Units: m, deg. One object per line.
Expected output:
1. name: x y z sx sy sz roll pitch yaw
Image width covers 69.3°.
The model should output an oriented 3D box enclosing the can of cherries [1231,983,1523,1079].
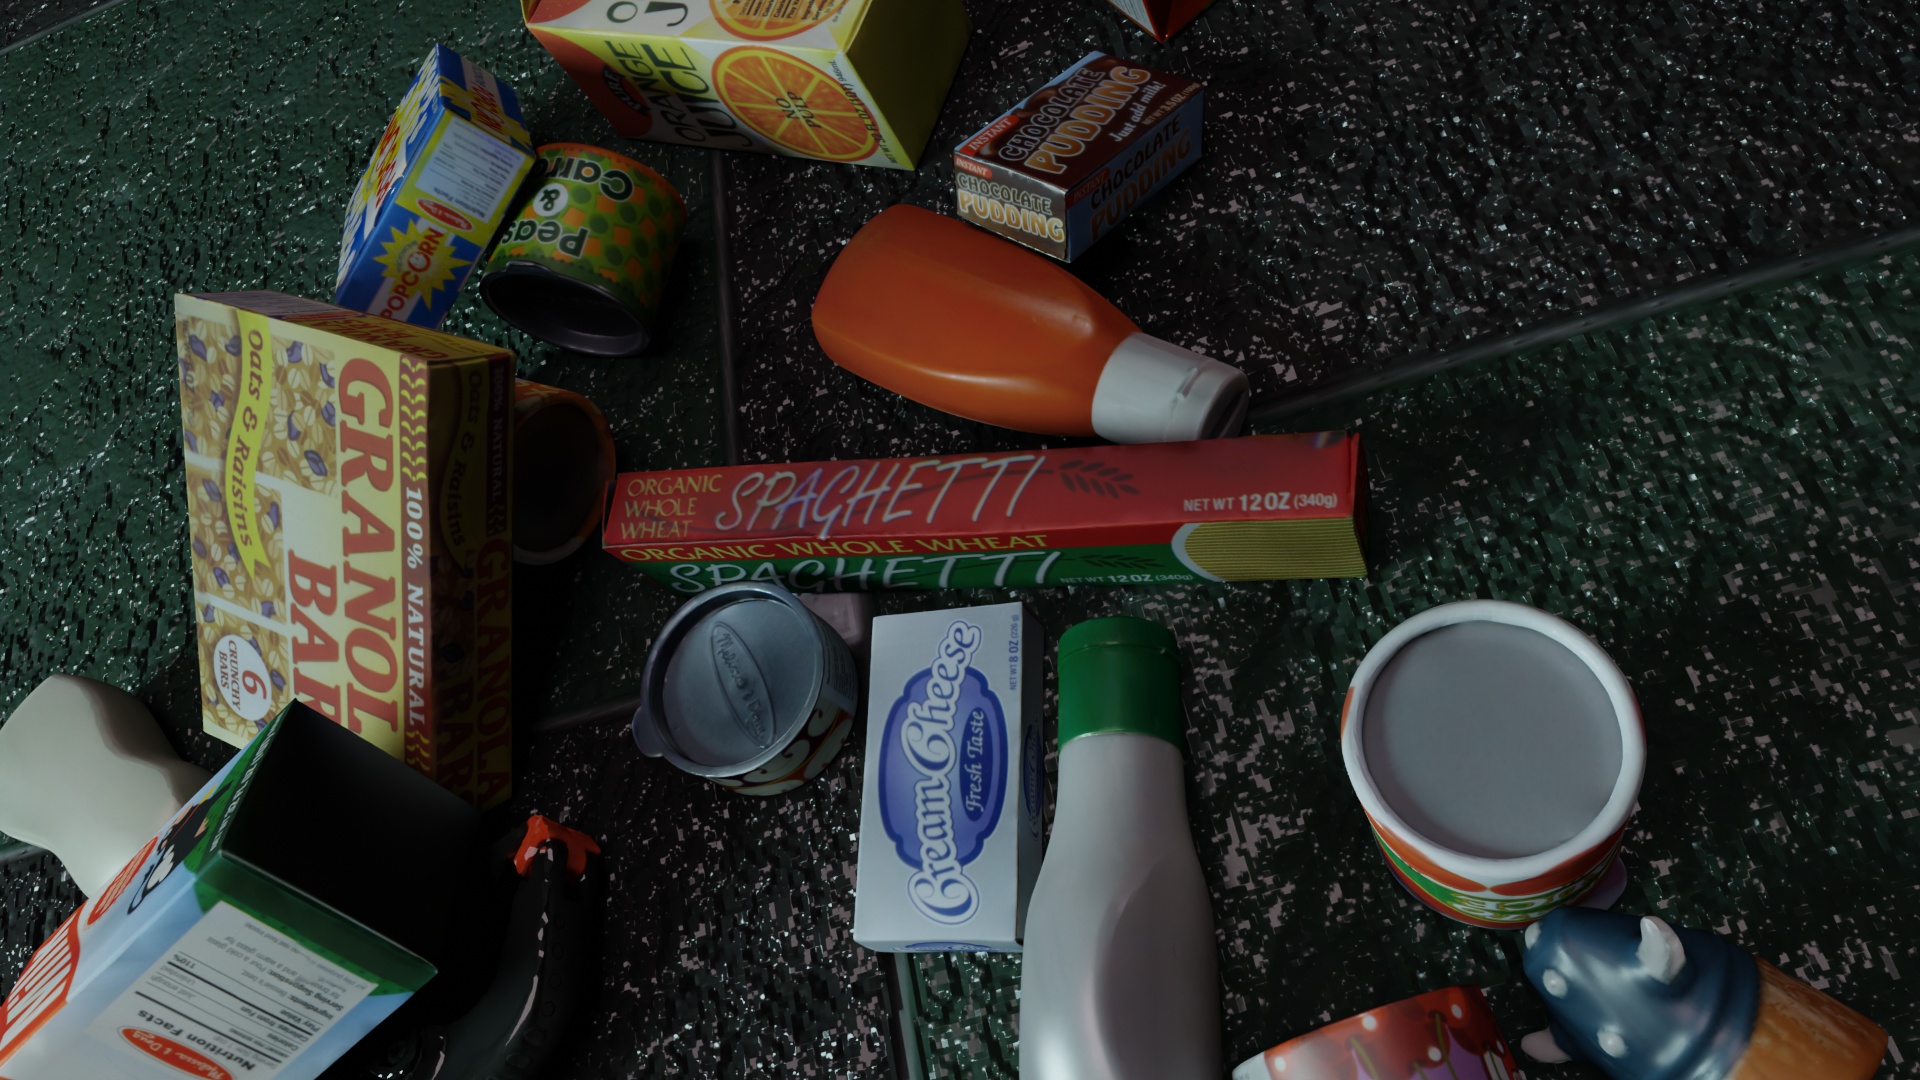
1. can of cherries: 0.108 0.144 0.332 0.071 0.071 0.058 -24 60 10

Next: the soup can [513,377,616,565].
1. soup can: -0.181 -0.034 0.519 0.084 0.071 0.071 15 74 25

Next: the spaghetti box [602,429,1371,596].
1. spaghetti box: 0.002 -0.006 0.447 0.250 0.050 0.029 -2 67 21

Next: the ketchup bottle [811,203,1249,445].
1. ketchup bottle: 0.023 -0.065 0.467 0.149 0.043 0.065 26 72 28

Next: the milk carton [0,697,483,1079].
1. milk carton: -0.246 0.145 0.439 0.190 0.073 0.072 -41 27 15

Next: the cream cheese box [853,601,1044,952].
1. cream cheese box: -0.002 0.073 0.429 0.053 0.024 0.104 -7 65 20

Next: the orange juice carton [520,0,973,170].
1. orange juice carton: -0.100 -0.209 0.561 0.193 0.071 0.073 14 74 25

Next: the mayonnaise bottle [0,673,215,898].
1. mayonnaise bottle: -0.309 0.107 0.524 0.148 0.041 0.065 25 80 27

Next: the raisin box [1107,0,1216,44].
1. raisin box: 0.068 -0.260 0.538 0.086 0.040 0.124 -40 59 2

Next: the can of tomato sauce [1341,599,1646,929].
1. can of tomato sauce: 0.134 0.060 0.348 0.071 0.083 0.071 -8 65 18

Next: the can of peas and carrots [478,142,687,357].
1. can of peas and carrots: -0.146 -0.113 0.538 0.071 0.070 0.059 4 69 23

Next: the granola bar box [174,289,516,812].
1. granola bar box: -0.212 0.005 0.482 0.124 0.039 0.165 16 110 26

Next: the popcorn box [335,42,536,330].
1. popcorn box: -0.211 -0.142 0.555 0.085 0.038 0.127 -54 33 13

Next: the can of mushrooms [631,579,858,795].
1. can of mushrooms: -0.071 0.050 0.460 0.071 0.033 0.071 -8 66 18

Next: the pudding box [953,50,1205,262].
1. pudding box: 0.042 -0.134 0.481 0.050 0.030 0.084 29 54 29

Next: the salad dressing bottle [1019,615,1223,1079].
1. salad dressing bottle: 0.044 0.094 0.384 0.044 0.064 0.148 -20 52 34
